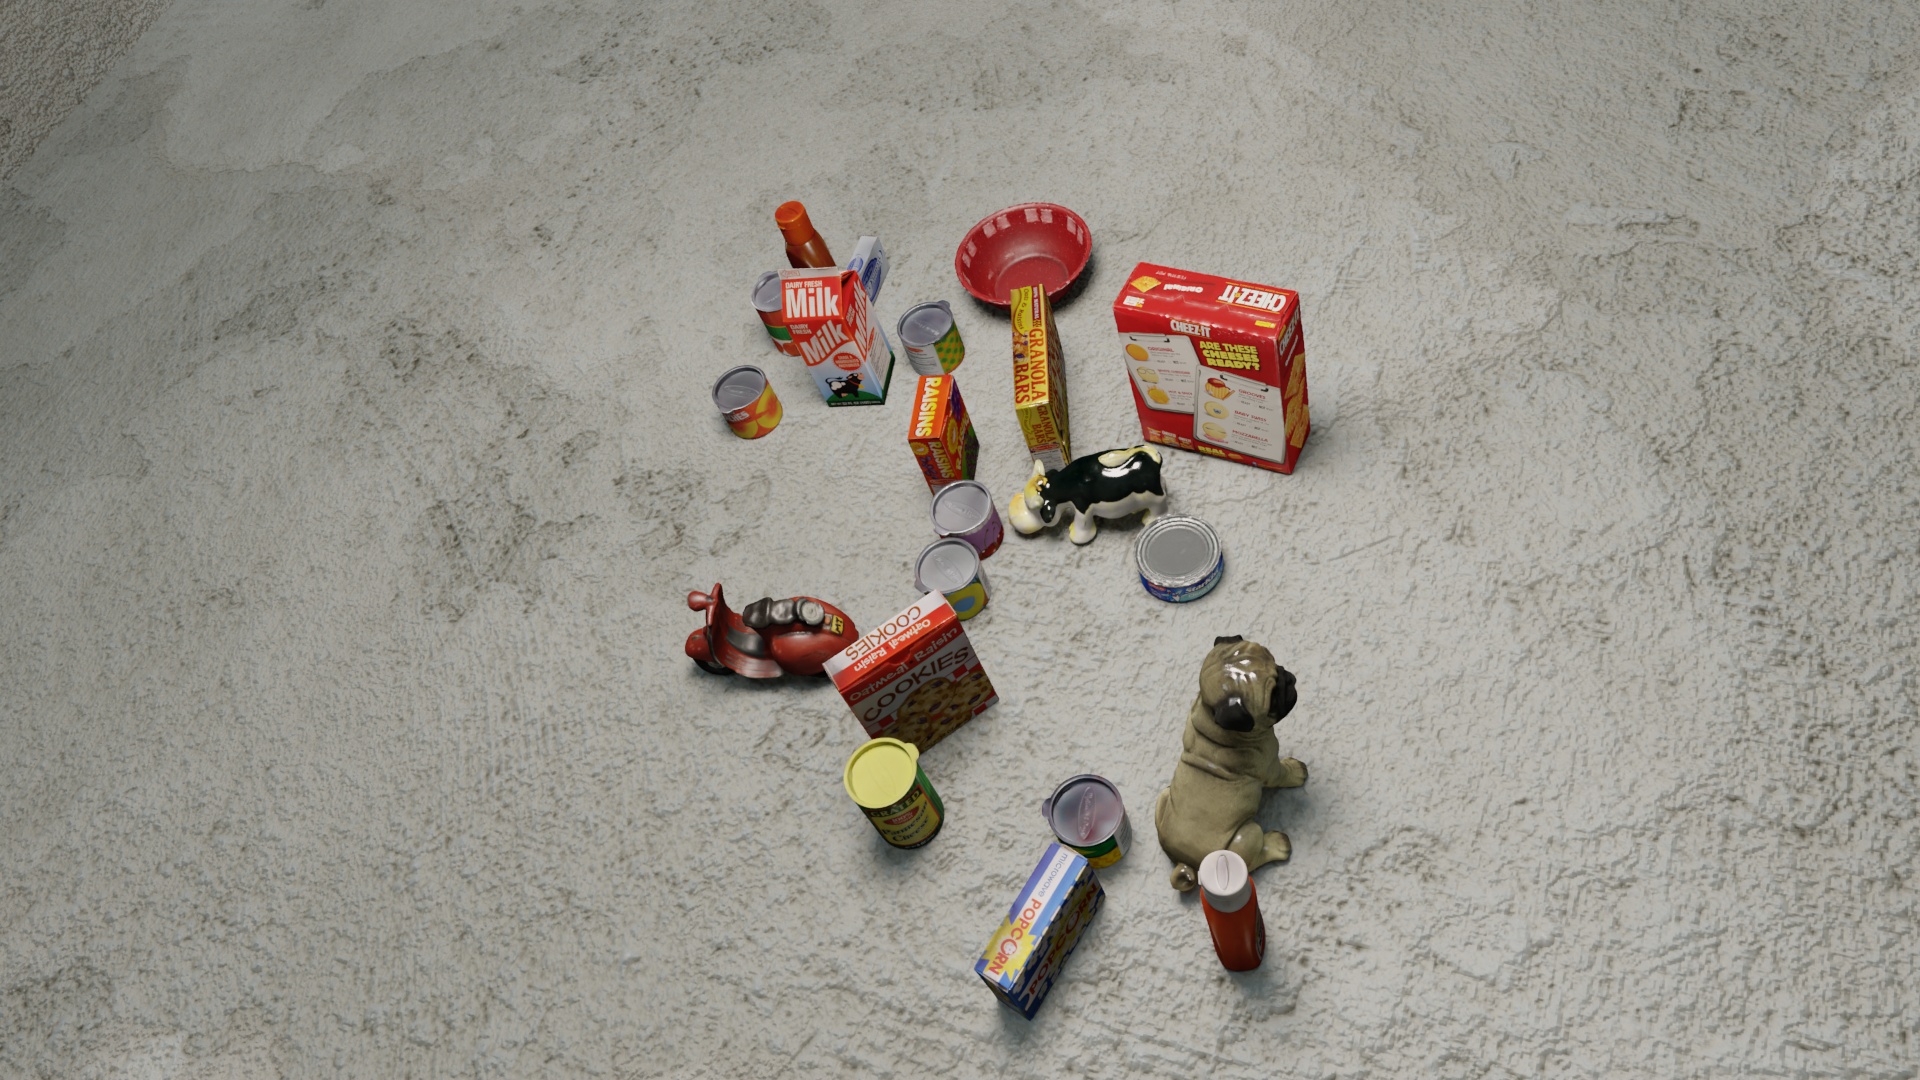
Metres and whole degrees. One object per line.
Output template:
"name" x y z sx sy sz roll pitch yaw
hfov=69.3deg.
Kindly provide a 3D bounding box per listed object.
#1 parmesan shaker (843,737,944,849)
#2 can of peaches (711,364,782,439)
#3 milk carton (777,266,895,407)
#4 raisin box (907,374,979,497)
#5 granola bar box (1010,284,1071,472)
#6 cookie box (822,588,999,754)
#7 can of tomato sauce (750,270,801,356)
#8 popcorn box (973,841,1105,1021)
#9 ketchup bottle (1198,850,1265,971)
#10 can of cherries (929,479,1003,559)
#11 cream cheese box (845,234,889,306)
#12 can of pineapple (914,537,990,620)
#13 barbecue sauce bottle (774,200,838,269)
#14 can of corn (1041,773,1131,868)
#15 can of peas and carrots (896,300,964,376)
"parmesan shaker" -0.055 0.228 1.251 0.071 0.102 0.071 -8 55 12
"can of peaches" -0.247 -0.158 1.605 0.071 0.057 0.071 -8 55 12
"milk carton" -0.138 -0.236 1.543 0.072 0.189 0.074 0 57 17
"raisin box" -0.016 -0.103 1.456 0.040 0.123 0.086 -1 56 17
"granola bar box" 0.086 -0.168 1.469 0.039 0.123 0.166 -9 54 12
"cookie box" -0.041 0.131 1.274 0.123 0.166 0.040 -34 54 -7
"can of tomato sauce" -0.206 -0.271 1.655 0.071 0.082 0.071 -8 55 12
"popcorn box" 0.068 0.325 1.157 0.038 0.085 0.127 23 66 29
"ketchup bottle" 0.214 0.289 1.098 0.043 0.148 0.065 -7 55 13
"can of cherries" 0.005 -0.018 1.431 0.071 0.058 0.072 -8 55 12
"cream cheese box" -0.118 -0.313 1.676 0.024 0.053 0.104 6 59 21
"can of pineapple" -0.009 0.040 1.395 0.071 0.057 0.071 -8 55 12
"barbecue sauce bottle" -0.179 -0.337 1.652 0.065 0.148 0.044 31 70 32
"can of corn" 0.111 0.246 1.215 0.071 0.058 0.071 -8 55 12
"can of peas and carrots" -0.032 -0.231 1.590 0.071 0.058 0.071 -8 55 12
